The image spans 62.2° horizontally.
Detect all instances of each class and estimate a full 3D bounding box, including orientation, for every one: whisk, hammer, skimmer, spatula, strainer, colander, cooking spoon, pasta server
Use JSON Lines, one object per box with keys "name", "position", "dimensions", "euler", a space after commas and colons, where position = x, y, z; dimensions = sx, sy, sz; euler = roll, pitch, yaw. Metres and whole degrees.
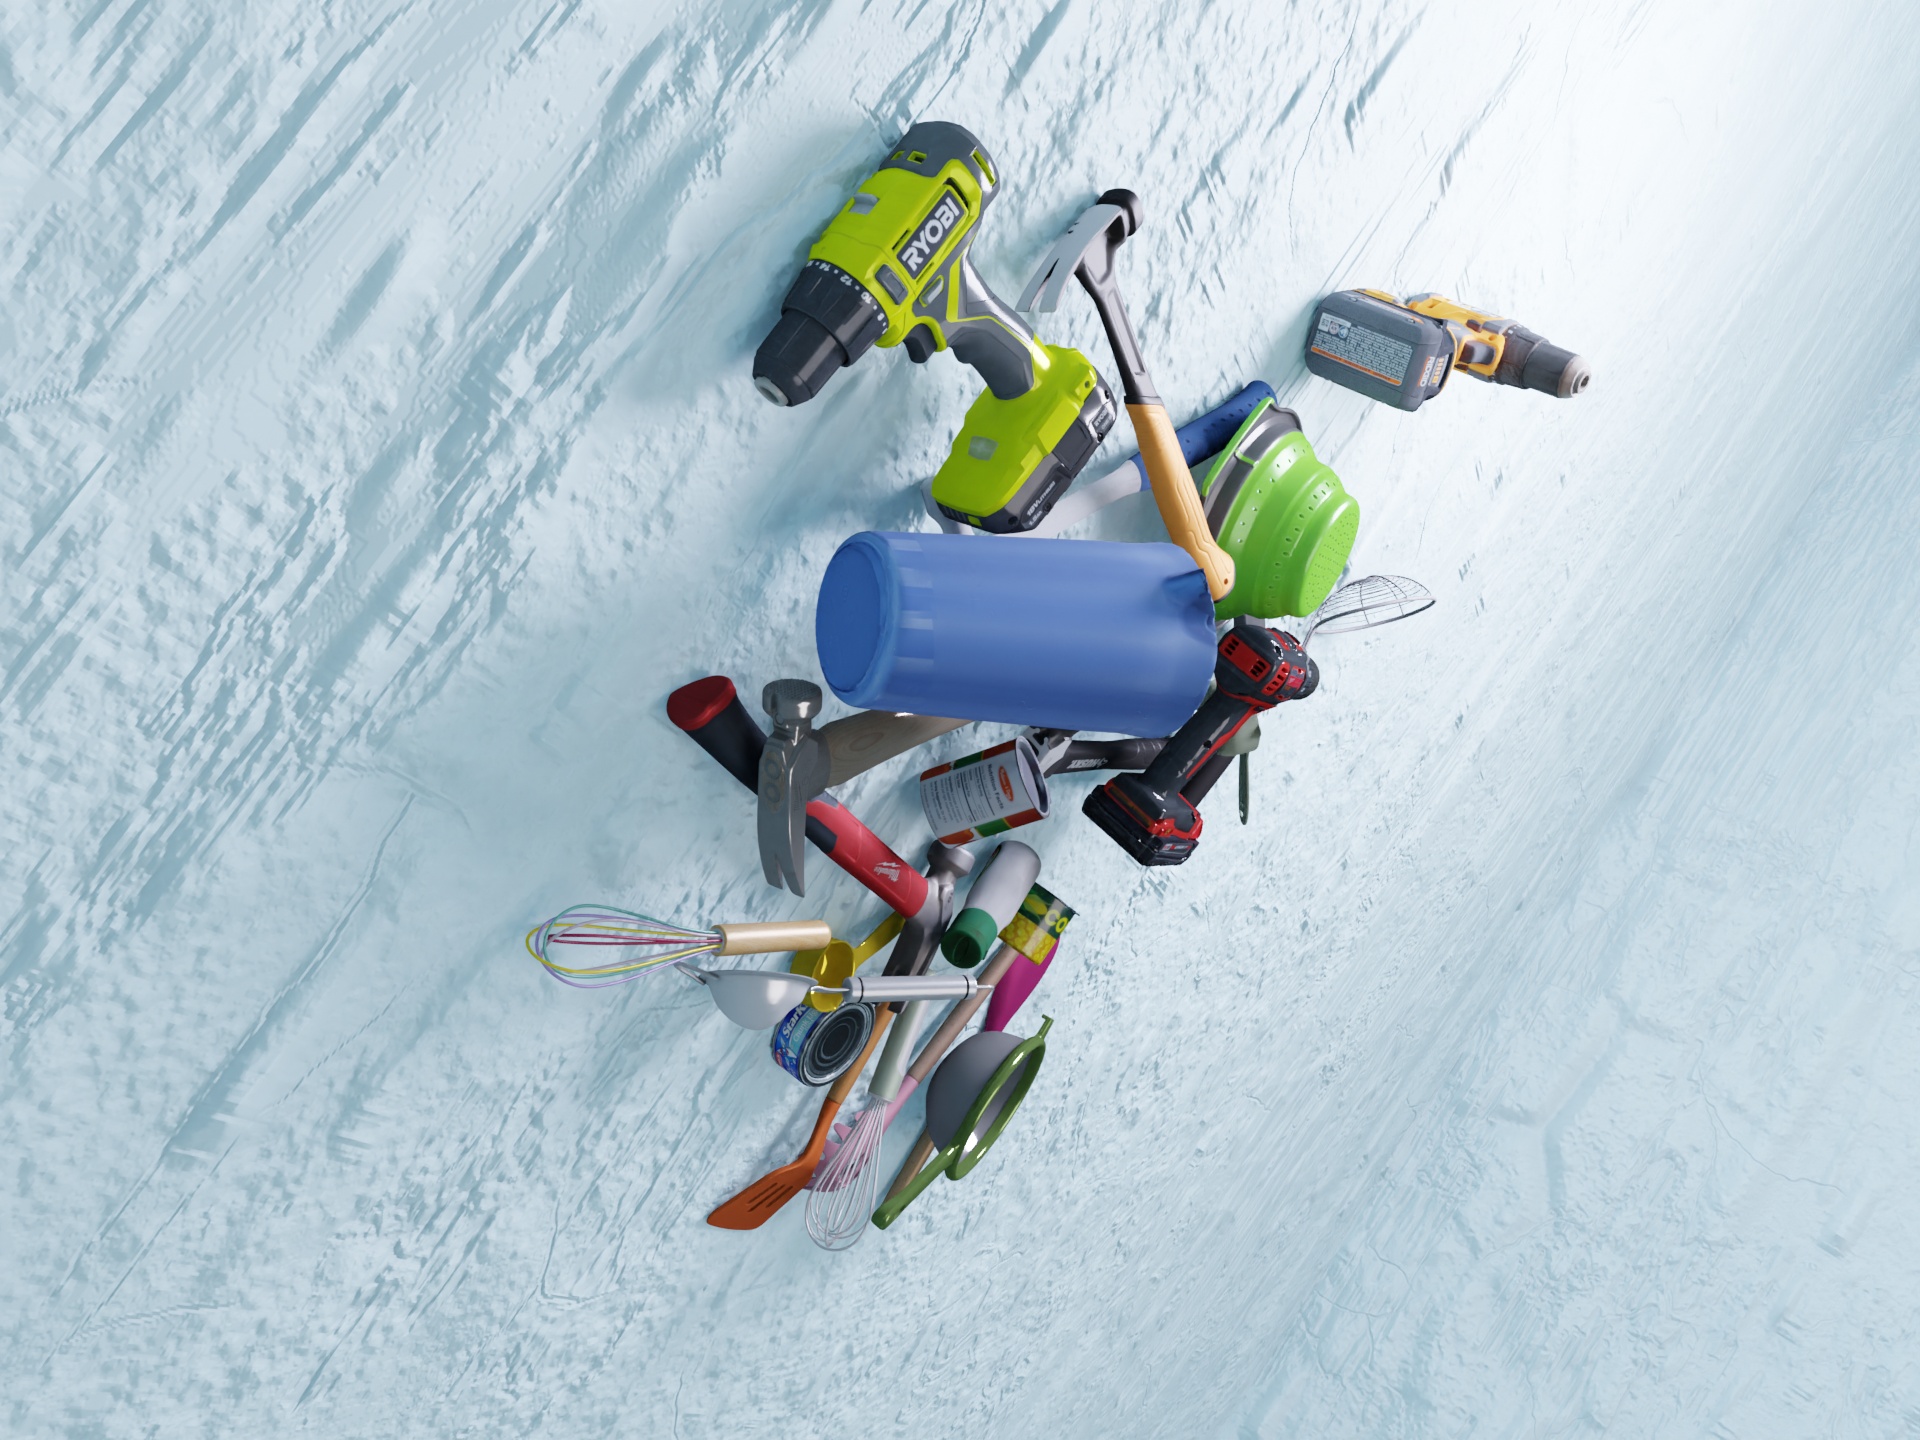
{"name": "whisk", "position": [-0.182, 0.145, 1.064], "dimensions": [0.244, 0.047, 0.051], "euler": [5, 87, -48]}
{"name": "hammer", "position": [0.132, 0.034, 1.405], "dimensions": [0.146, 0.035, 0.334], "euler": [-49, 157, 21]}
{"name": "skimmer", "position": [0.343, -0.012, 1.620], "dimensions": [0.363, 0.090, 0.127], "euler": [-51, 177, -10]}
{"name": "spatula", "position": [-0.101, 0.292, 1.332], "dimensions": [0.322, 0.041, 0.081], "euler": [-60, 148, -6]}
{"name": "hammer", "position": [0.139, -0.210, 1.170], "dimensions": [0.127, 0.034, 0.336], "euler": [-54, 136, -27]}
{"name": "hammer", "position": [-0.101, 0.088, 1.138], "dimensions": [0.143, 0.038, 0.385], "euler": [-65, 147, -16]}
{"name": "strainer", "position": [-0.018, 0.355, 1.407], "dimensions": [0.256, 0.069, 0.151], "euler": [-32, 148, -50]}
{"name": "colander", "position": [0.288, -0.115, 1.420], "dimensions": [0.204, 0.094, 0.396], "euler": [-53, 155, -18]}
{"name": "whisk", "position": [-0.070, 0.326, 1.343], "dimensions": [0.246, 0.059, 0.057], "euler": [-69, 155, -12]}
{"name": "cooking spoon", "position": [0.008, 0.335, 1.511], "dimensions": [0.319, 0.017, 0.068], "euler": [-59, 145, -2]}
{"name": "hammer", "position": [-0.002, -0.004, 1.175], "dimensions": [0.410, 0.038, 0.146], "euler": [-24, 125, -50]}
{"name": "strainer", "position": [-0.086, 0.201, 1.173], "dimensions": [0.258, 0.087, 0.050], "euler": [4, 73, -29]}
{"name": "hammer", "position": [0.126, -0.179, 1.227], "dimensions": [0.405, 0.035, 0.144], "euler": [-33, 116, -40]}
{"name": "pasta server", "position": [-0.033, 0.296, 1.423], "dimensions": [0.316, 0.040, 0.060], "euler": [-50, 146, -22]}

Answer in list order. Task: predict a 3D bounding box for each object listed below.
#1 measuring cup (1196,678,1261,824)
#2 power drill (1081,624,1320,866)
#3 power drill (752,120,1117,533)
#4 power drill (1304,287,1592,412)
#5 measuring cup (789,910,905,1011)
{"name": "measuring cup", "position": [0.254, 0.035, 1.519], "dimensions": [0.038, 0.083, 0.167], "euler": [-14, 122, -10]}
{"name": "power drill", "position": [0.224, 0.018, 1.388], "dimensions": [0.226, 0.080, 0.187], "euler": [-53, 157, 13]}
{"name": "power drill", "position": [-0.013, -0.219, 0.978], "dimensions": [0.190, 0.080, 0.228], "euler": [-54, 134, -10]}
{"name": "power drill", "position": [0.439, -0.328, 1.420], "dimensions": [0.226, 0.185, 0.084], "euler": [-16, 129, -43]}
{"name": "measuring cup", "position": [-0.084, 0.177, 1.268], "dimensions": [0.156, 0.029, 0.062], "euler": [-34, 129, -52]}
